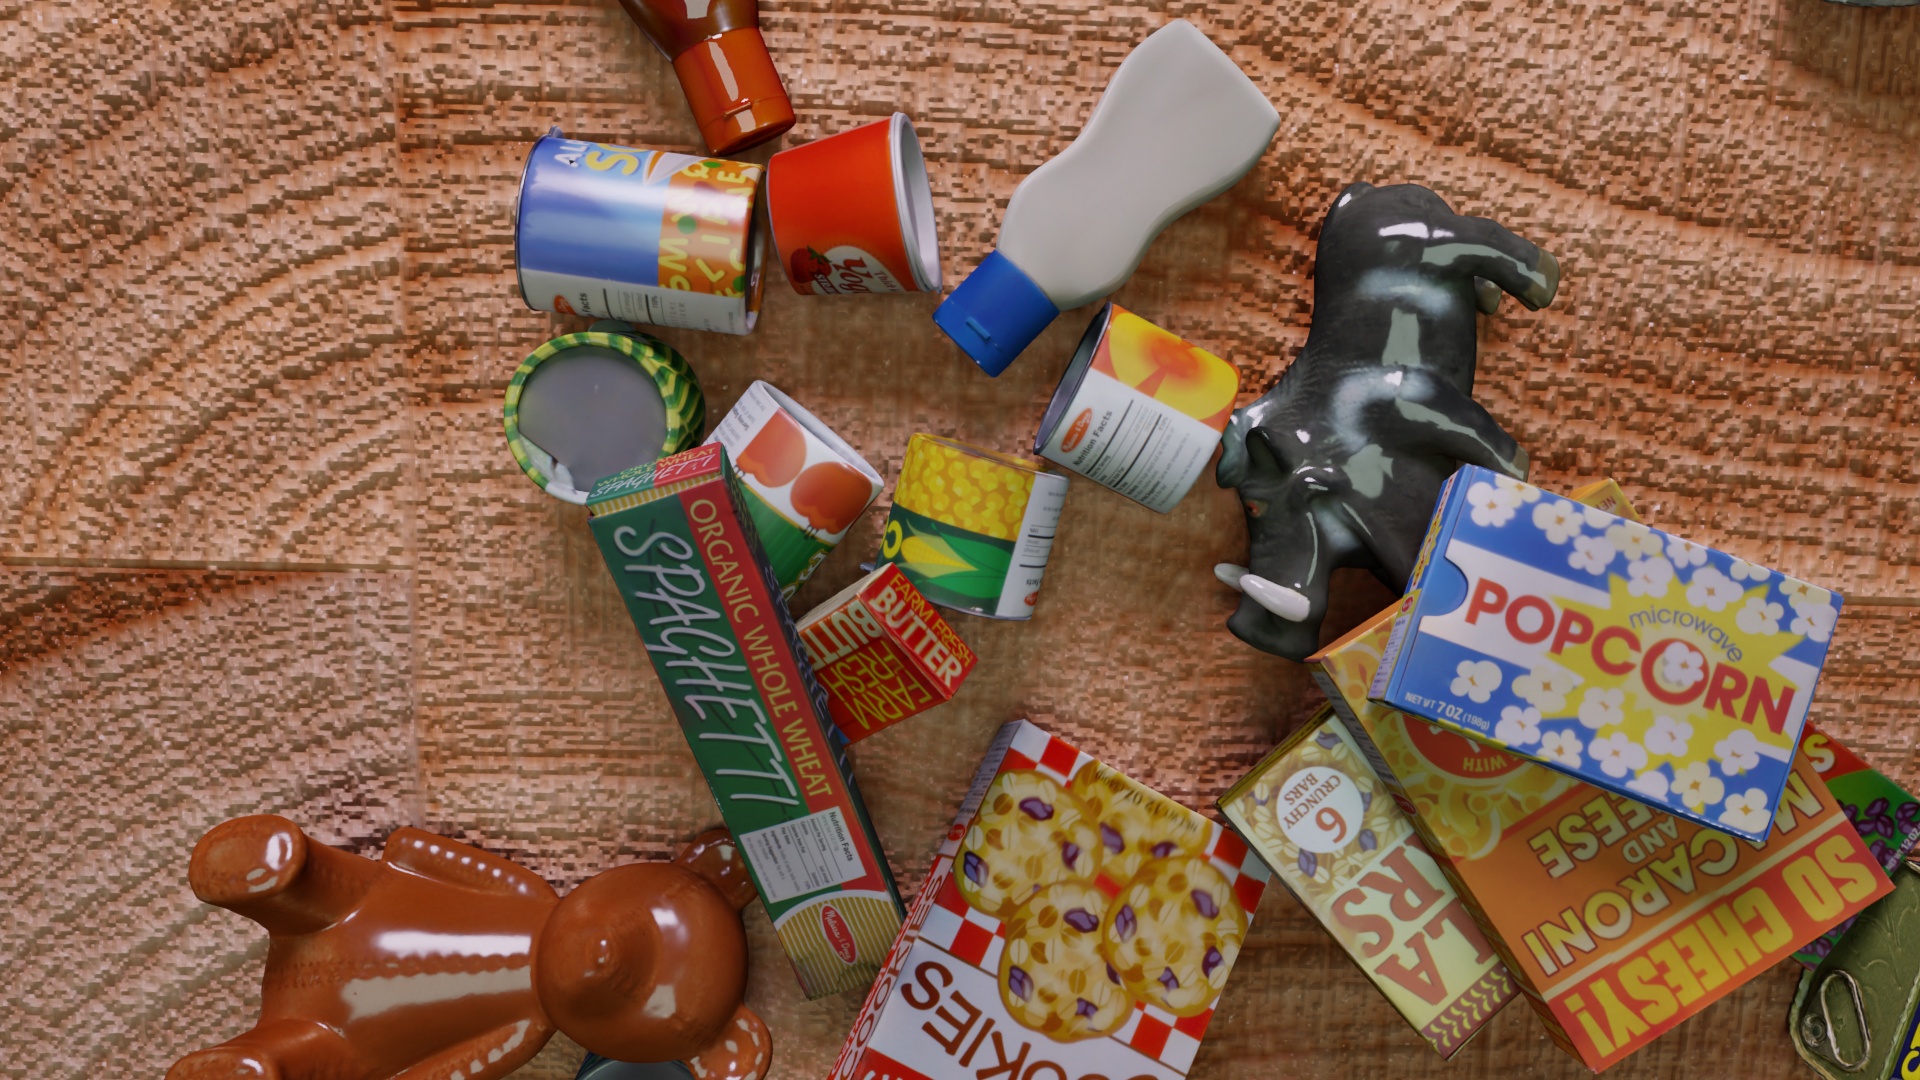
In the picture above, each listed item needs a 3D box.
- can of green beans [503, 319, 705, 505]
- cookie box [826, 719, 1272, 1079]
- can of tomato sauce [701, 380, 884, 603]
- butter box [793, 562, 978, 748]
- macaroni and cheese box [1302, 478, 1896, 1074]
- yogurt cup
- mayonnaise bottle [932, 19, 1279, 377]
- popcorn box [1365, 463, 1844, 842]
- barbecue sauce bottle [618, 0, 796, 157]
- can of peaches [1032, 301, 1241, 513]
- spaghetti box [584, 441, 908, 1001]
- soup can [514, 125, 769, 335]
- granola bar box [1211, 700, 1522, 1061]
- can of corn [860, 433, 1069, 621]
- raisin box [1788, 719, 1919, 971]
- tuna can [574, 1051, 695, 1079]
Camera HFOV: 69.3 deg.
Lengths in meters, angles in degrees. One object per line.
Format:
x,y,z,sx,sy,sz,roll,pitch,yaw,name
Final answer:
-0.138,-0.049,0.543,0.071,0.058,0.071,0,98,-1,can of green beans
0.037,0.175,0.558,0.123,0.040,0.168,29,75,-6,cookie box
-0.079,-0.010,0.546,0.071,0.071,0.083,40,95,-6,can of tomato sauce
-0.043,0.050,0.544,0.053,0.024,0.103,50,138,-8,butter box
0.223,0.081,0.497,0.124,0.040,0.166,-32,83,1,macaroni and cheese box
-0.041,-0.125,0.532,0.054,0.072,0.072,-8,99,9,yogurt cup
0.052,-0.129,0.544,0.065,0.041,0.148,45,96,-3,mayonnaise bottle
0.211,0.037,0.462,0.127,0.038,0.085,20,86,6,popcorn box
-0.108,-0.222,0.527,0.065,0.044,0.148,-22,98,3,barbecue sauce bottle
0.069,-0.053,0.543,0.058,0.071,0.071,26,97,-4,can of peaches
-0.073,0.078,0.530,0.050,0.029,0.248,-17,120,0,spaghetti box
-0.118,-0.118,0.530,0.084,0.071,0.071,7,98,-2,soup can
0.202,0.096,0.539,0.165,0.039,0.124,-42,84,0,granola bar box
0.002,-0.007,0.547,0.071,0.071,0.058,16,97,-3,can of corn
0.325,0.108,0.582,0.123,0.040,0.086,34,97,-6,raisin box
-0.136,0.245,0.598,0.071,0.033,0.071,0,98,-1,tuna can
